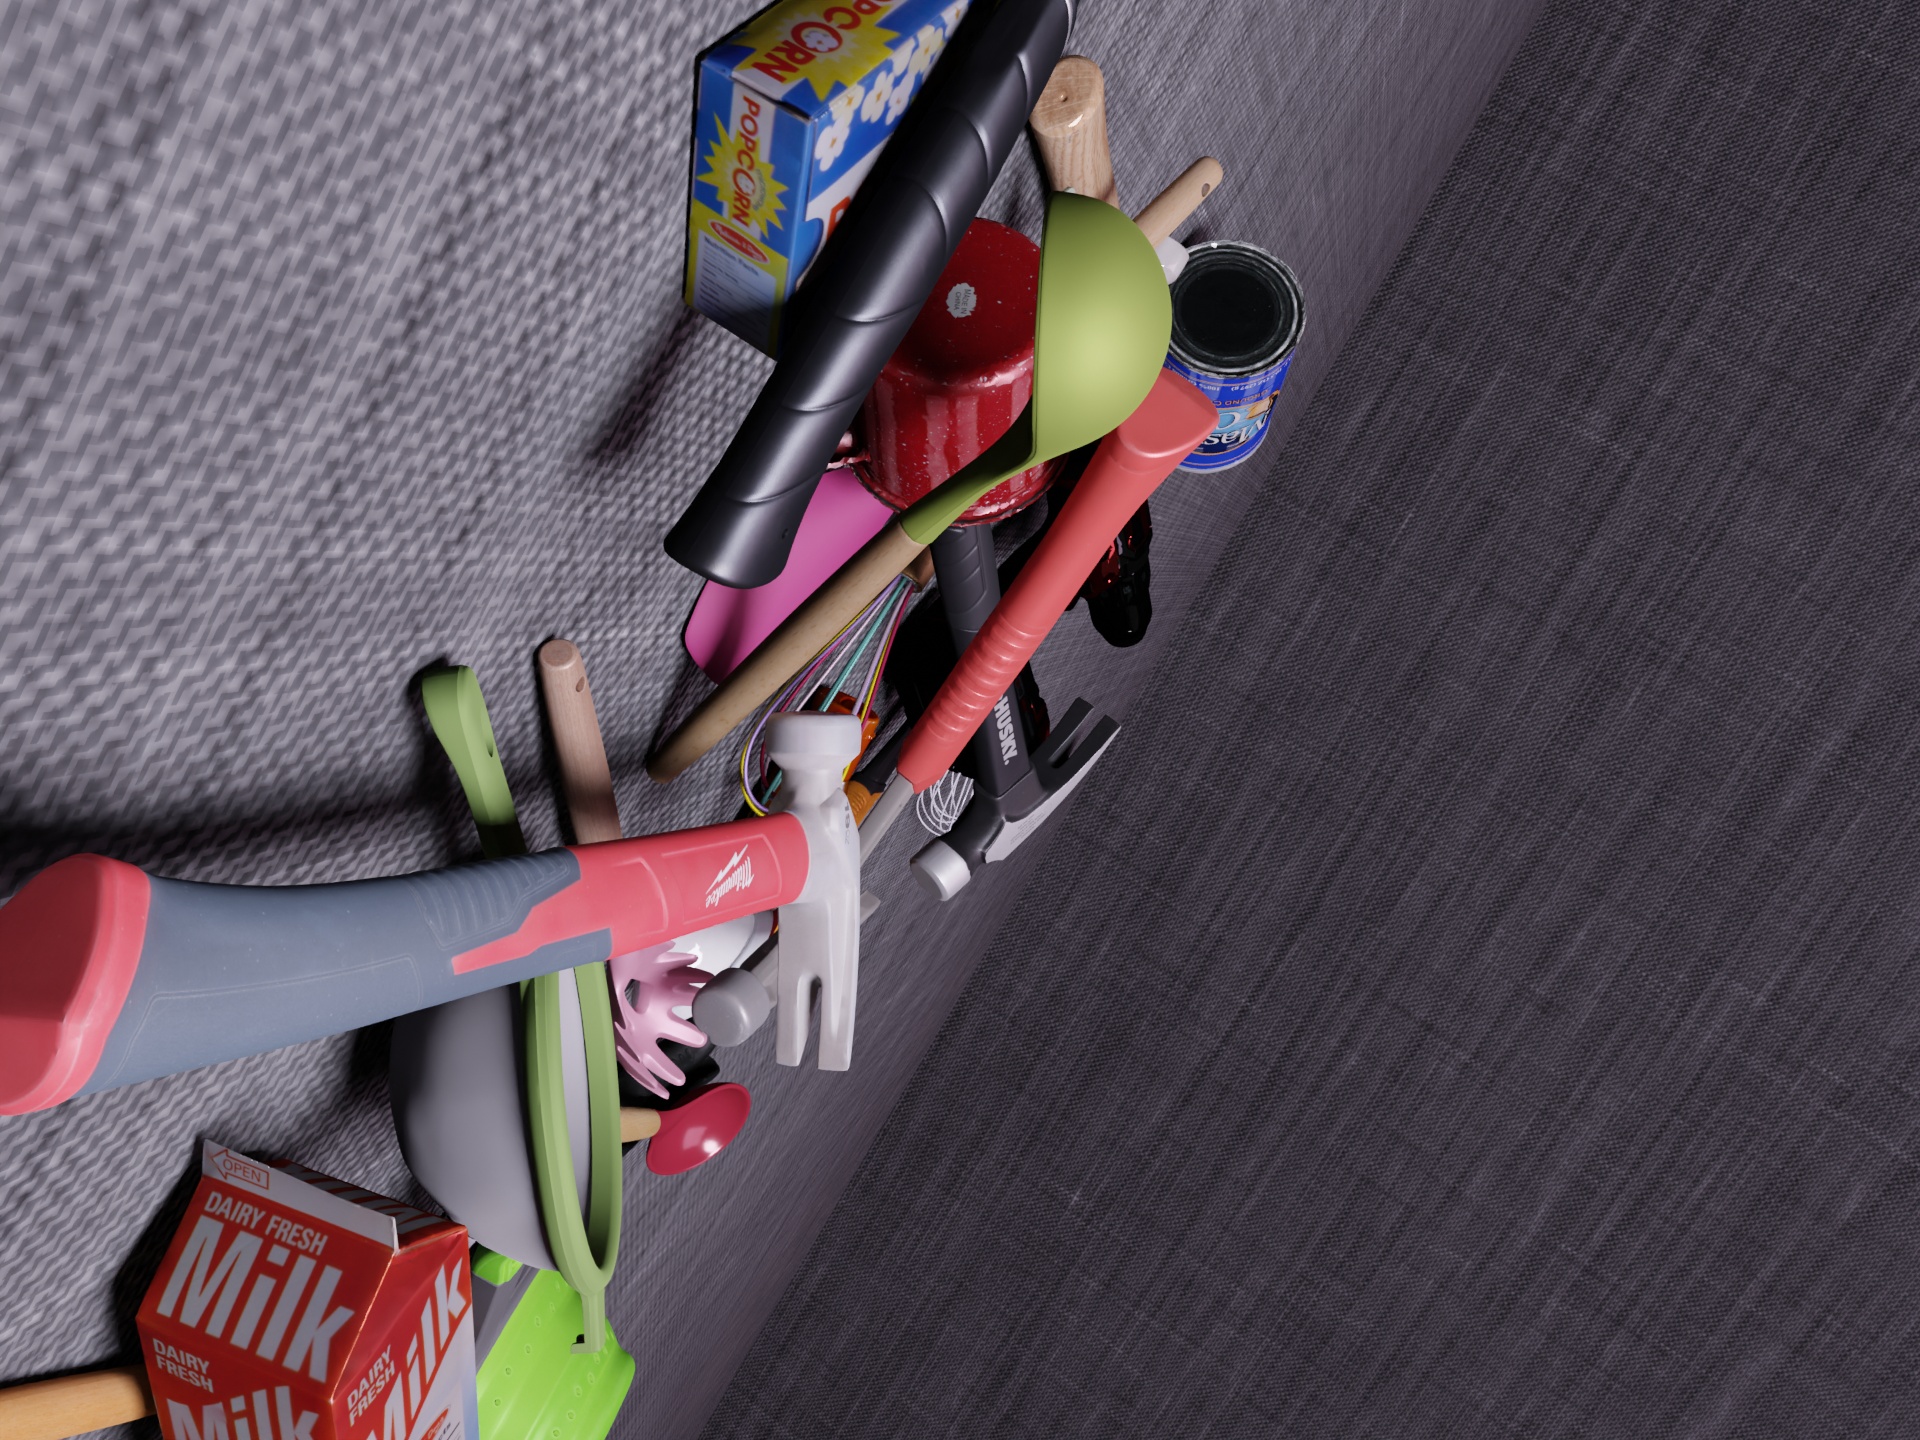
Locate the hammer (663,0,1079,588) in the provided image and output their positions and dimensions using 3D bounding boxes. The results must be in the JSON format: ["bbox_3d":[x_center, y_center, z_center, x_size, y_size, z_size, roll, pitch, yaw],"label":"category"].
[{"bbox_3d":[0.033,-0.215,0.446,0.409,0.036,0.149,-59,169,1],"label":"hammer"}]

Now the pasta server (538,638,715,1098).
[{"bbox_3d":[-0.135,0.070,0.643,0.316,0.040,0.060,97,16,-55],"label":"pasta server"}]

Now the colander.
[{"bbox_3d":[-0.211,0.326,0.785,0.205,0.094,0.396,-62,-178,-41],"label":"colander"}]

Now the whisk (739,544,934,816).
[{"bbox_3d":[-0.037,-0.052,0.816,0.245,0.047,0.051,-59,170,-18],"label":"whisk"}]

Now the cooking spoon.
[{"bbox_3d":[0.004,-0.133,0.669,0.319,0.017,0.068,-46,144,-13],"label":"cooking spoon"}]

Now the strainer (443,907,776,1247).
[{"bbox_3d":[-0.178,0.165,0.788,0.258,0.050,0.086,-50,152,-13],"label":"strainer"}]

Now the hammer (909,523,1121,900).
[{"bbox_3d":[0.013,-0.046,0.812,0.146,0.035,0.334,-40,146,-21],"label":"hammer"}]

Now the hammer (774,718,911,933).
[{"bbox_3d":[-0.073,0.059,1.005,0.337,0.034,0.127,-51,167,-36],"label":"hammer"}]

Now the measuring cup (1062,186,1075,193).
[{"bbox_3d":[0.026,-0.188,0.731,0.083,0.038,0.167,-54,168,-25],"label":"measuring cup"}]

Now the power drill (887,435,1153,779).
[{"bbox_3d":[0.057,-0.062,1.017,0.227,0.080,0.187,-56,148,-29],"label":"power drill"}]

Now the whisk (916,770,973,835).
[{"bbox_3d":[0.026,-0.012,1.242,0.070,0.070,0.284,-46,159,-52],"label":"whisk"}]

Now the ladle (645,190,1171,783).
[{"bbox_3d":[-0.041,-0.060,0.564,0.320,0.062,0.078,-38,-150,40],"label":"ladle"}]

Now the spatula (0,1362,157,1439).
[{"bbox_3d":[-0.265,0.232,0.542,0.081,0.041,0.322,-58,170,-13],"label":"spatula"}]

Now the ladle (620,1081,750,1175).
[{"bbox_3d":[-0.166,0.204,0.799,0.069,0.031,0.315,-46,166,-5],"label":"ladle"}]

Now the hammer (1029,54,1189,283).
[{"bbox_3d":[0.066,-0.236,0.796,0.130,0.031,0.331,-59,170,2],"label":"hammer"}]

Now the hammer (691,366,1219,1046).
[{"bbox_3d":[-0.001,-0.002,0.696,0.359,0.037,0.149,-55,173,32],"label":"hammer"}]

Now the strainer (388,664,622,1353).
[{"bbox_3d":[-0.166,0.088,0.532,0.152,0.069,0.256,-104,-172,-50],"label":"strainer"}]

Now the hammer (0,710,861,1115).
[{"bbox_3d":[-0.113,0.070,0.465,0.386,0.038,0.143,-2,93,-72],"label":"hammer"}]
